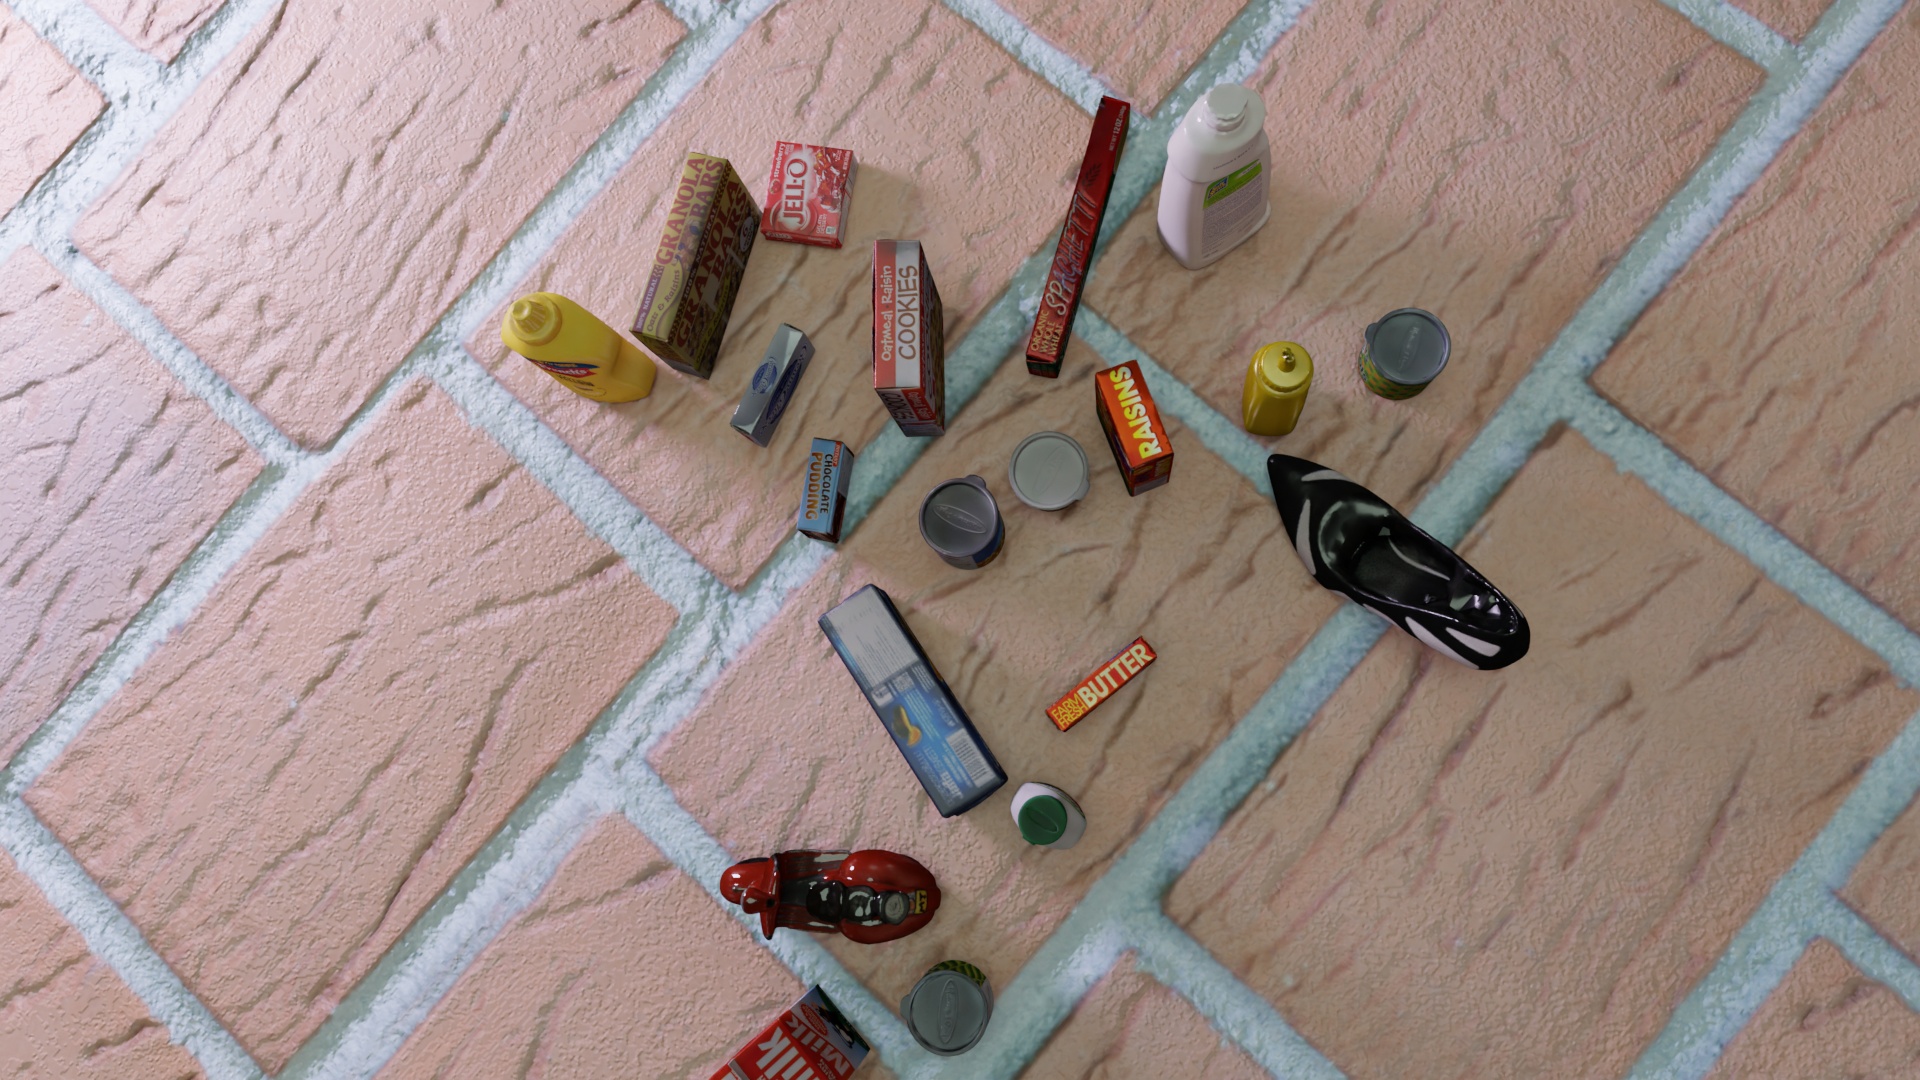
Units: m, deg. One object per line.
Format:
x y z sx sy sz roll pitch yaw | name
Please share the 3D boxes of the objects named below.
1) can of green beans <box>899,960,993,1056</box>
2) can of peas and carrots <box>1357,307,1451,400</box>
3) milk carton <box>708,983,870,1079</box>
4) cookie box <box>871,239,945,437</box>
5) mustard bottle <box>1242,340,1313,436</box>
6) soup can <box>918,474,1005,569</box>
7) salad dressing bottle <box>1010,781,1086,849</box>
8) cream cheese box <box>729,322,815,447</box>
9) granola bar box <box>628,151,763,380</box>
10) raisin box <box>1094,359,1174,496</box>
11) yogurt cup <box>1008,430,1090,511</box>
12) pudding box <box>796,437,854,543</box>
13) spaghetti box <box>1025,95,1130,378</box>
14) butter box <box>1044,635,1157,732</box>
-0.008 0.378 1.127 0.071 0.057 0.071 -1 81 6 | can of green beans
0.372 -0.157 1.175 0.071 0.058 0.071 -1 81 6 | can of peas and carrots
-0.133 0.408 1.067 0.073 0.190 0.072 -41 80 -1 | milk carton
-0.042 -0.165 1.163 0.040 0.167 0.123 -2 81 6 | cookie box
0.259 -0.128 1.130 0.049 0.160 0.065 3 82 7 | mustard bottle
0.004 -0.015 1.176 0.071 0.083 0.071 -1 81 6 | soup can
0.068 0.219 1.100 0.064 0.147 0.044 34 86 10 | salad dressing bottle
-0.166 -0.137 1.229 0.024 0.053 0.104 25 84 9 | cream cheese box
-0.229 -0.237 1.216 0.039 0.124 0.165 16 83 8 | granola bar box
0.143 -0.091 1.155 0.040 0.123 0.086 -20 80 3 | raisin box
0.077 -0.056 1.191 0.072 0.054 0.072 -1 81 6 | yogurt cup
-0.117 -0.043 1.211 0.030 0.049 0.084 8 82 7 | pudding box
0.104 -0.266 1.224 0.029 0.050 0.250 15 83 8 | spaghetti box
0.118 0.121 1.159 0.103 0.053 0.024 -38 80 -1 | butter box
